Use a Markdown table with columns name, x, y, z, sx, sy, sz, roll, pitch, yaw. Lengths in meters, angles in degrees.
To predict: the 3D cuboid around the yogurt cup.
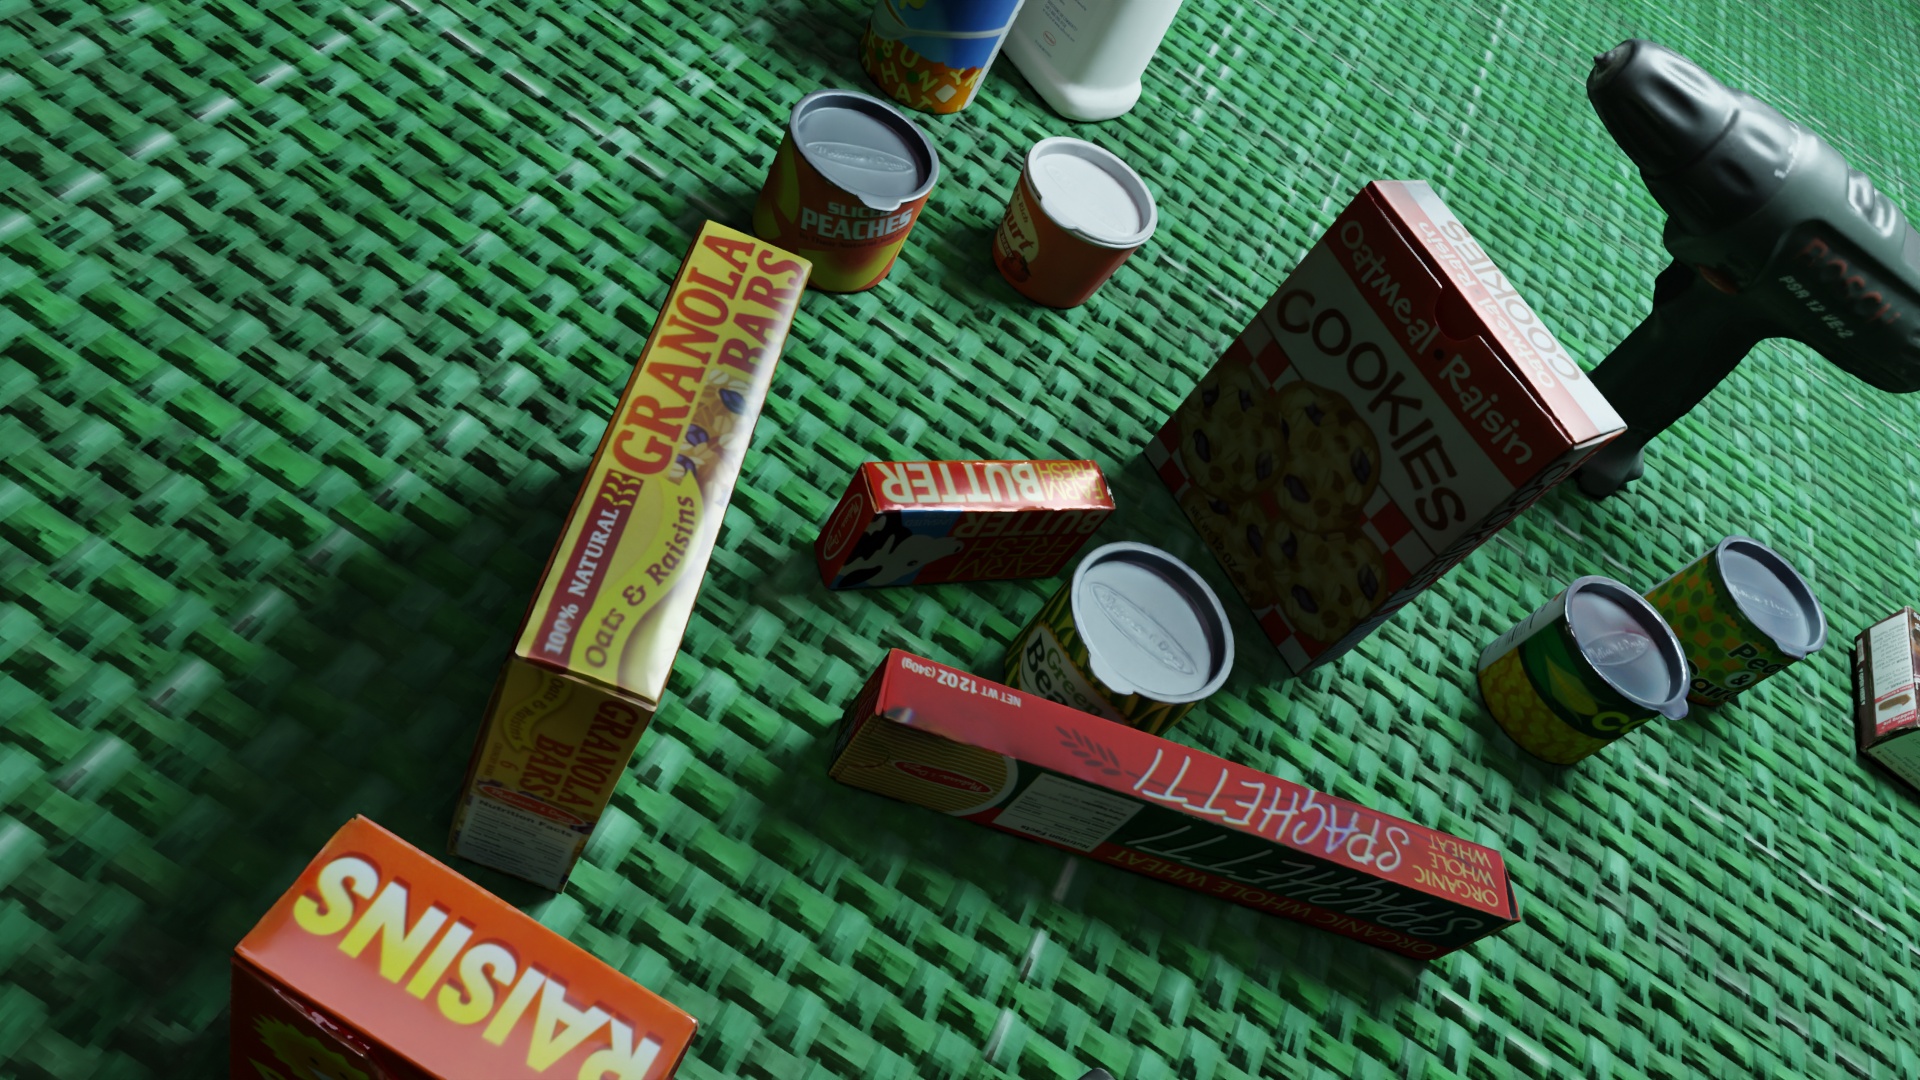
| name | x | y | z | sx | sy | sz | roll | pitch | yaw |
| --- | --- | --- | --- | --- | --- | --- | --- | --- | --- |
| yogurt cup | 0.050 | -0.146 | 0.651 | 0.072 | 0.053 | 0.073 | 14 | 51 | -19 |

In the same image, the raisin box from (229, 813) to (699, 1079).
| name | x | y | z | sx | sy | sz | roll | pitch | yaw |
| --- | --- | --- | --- | --- | --- | --- | --- | --- | --- |
| raisin box | -0.119 | 0.121 | 0.316 | 0.086 | 0.122 | 0.040 | 33 | 48 | -3 |

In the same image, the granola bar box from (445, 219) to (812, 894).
| name | x | y | z | sx | sy | sz | roll | pitch | yaw |
| --- | --- | --- | --- | --- | --- | --- | --- | --- | --- |
| granola bar box | -0.098 | 0.003 | 0.414 | 0.039 | 0.123 | 0.166 | 22 | 49 | -13 |

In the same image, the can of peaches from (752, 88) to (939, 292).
| name | x | y | z | sx | sy | sz | roll | pitch | yaw |
| --- | --- | --- | --- | --- | --- | --- | --- | --- | --- |
| can of peaches | -0.050 | -0.147 | 0.595 | 0.071 | 0.057 | 0.071 | 14 | 51 | -19 |

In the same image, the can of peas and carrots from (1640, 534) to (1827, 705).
| name | x | y | z | sx | sy | sz | roll | pitch | yaw |
| --- | --- | --- | --- | --- | --- | --- | --- | --- | --- |
| can of peas and carrots | 0.378 | 0.042 | 0.685 | 0.071 | 0.058 | 0.071 | 14 | 51 | -19 |

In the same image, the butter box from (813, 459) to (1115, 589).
| name | x | y | z | sx | sy | sz | roll | pitch | yaw |
| --- | --- | --- | --- | --- | --- | --- | --- | --- | --- |
| butter box | 0.002 | -0.007 | 0.523 | 0.104 | 0.052 | 0.024 | -2 | 58 | -30 |

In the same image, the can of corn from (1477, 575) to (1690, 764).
| name | x | y | z | sx | sy | sz | roll | pitch | yaw |
| --- | --- | --- | --- | --- | --- | --- | --- | --- | --- |
| can of corn | 0.277 | 0.061 | 0.617 | 0.071 | 0.058 | 0.071 | 14 | 51 | -19 |

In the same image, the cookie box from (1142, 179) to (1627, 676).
| name | x | y | z | sx | sy | sz | roll | pitch | yaw |
| --- | --- | --- | --- | --- | --- | --- | --- | --- | --- |
| cookie box | 0.157 | -0.040 | 0.554 | 0.040 | 0.166 | 0.123 | -16 | 66 | -36 |

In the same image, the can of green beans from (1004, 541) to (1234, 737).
| name | x | y | z | sx | sy | sz | roll | pitch | yaw |
| --- | --- | --- | --- | --- | --- | --- | --- | --- | --- |
| can of green beans | 0.057 | 0.043 | 0.512 | 0.071 | 0.057 | 0.071 | 14 | 51 | -19 |

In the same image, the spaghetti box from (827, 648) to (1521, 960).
| name | x | y | z | sx | sy | sz | roll | pitch | yaw |
| --- | --- | --- | --- | --- | --- | --- | --- | --- | --- |
| spaghetti box | 0.079 | 0.098 | 0.489 | 0.250 | 0.050 | 0.029 | 20 | 50 | -14 |

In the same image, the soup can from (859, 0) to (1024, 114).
| name | x | y | z | sx | sy | sz | roll | pitch | yaw |
| --- | --- | --- | --- | --- | --- | --- | --- | --- | --- |
| soup can | -0.009 | -0.266 | 0.687 | 0.071 | 0.083 | 0.072 | 14 | 51 | -19 |
